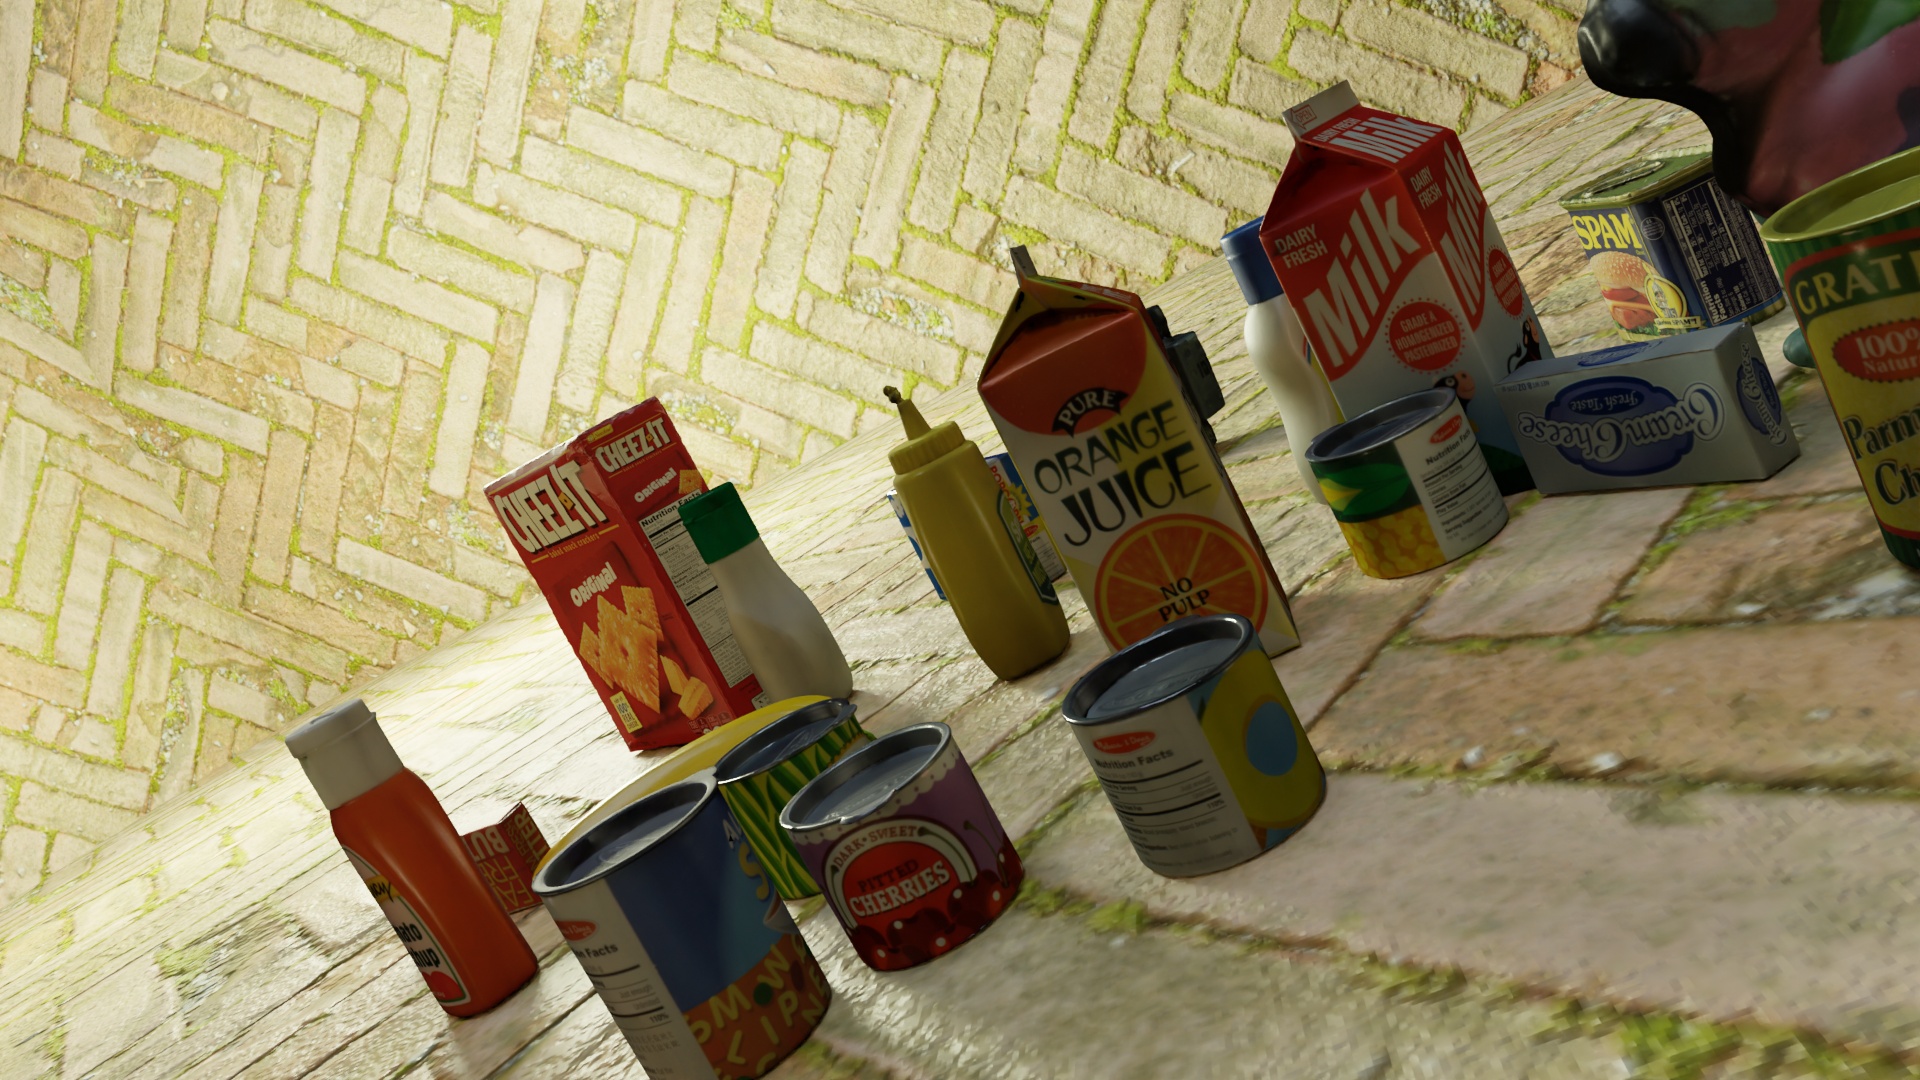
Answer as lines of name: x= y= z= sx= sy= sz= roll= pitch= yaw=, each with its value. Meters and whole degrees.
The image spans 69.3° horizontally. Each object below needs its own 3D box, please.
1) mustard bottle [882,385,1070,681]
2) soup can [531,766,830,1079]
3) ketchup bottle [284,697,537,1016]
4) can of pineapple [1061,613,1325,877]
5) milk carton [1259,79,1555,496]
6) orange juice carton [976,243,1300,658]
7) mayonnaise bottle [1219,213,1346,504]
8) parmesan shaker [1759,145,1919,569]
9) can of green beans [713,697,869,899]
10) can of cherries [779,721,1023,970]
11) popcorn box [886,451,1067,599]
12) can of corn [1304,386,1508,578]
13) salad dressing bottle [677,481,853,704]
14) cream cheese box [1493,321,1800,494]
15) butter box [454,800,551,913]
mustard bottle: x=0.003 y=-0.009 z=0.705 sx=0.049 sy=0.160 sz=0.065 roll=-26 pitch=9 yaw=11
soup can: x=-0.089 y=0.129 z=0.460 sx=0.071 sy=0.083 sz=0.071 roll=-27 pitch=9 yaw=5
ketchup bottle: x=-0.250 y=0.143 z=0.631 sx=0.044 sy=0.148 sz=0.064 roll=-35 pitch=12 yaw=-38
can of pineapple: x=0.075 y=0.063 z=0.441 sx=0.071 sy=0.057 sz=0.071 roll=-27 pitch=10 yaw=5
milk carton: x=0.199 y=-0.112 z=0.622 sx=0.073 sy=0.190 sz=0.073 roll=-18 pitch=13 yaw=45
orange juice carton: x=0.066 y=-0.036 z=0.578 sx=0.073 sy=0.192 sz=0.072 roll=-25 pitch=10 yaw=13
mayonnaise bottle: x=0.180 y=-0.095 z=0.712 sx=0.065 sy=0.148 sz=0.041 roll=-33 pitch=10 yaw=-28
parmesan shaker: x=0.270 y=-0.050 z=0.370 sx=0.071 sy=0.103 sz=0.071 roll=-27 pitch=9 yaw=5
can of green beans: x=-0.063 y=0.107 z=0.582 sx=0.071 sy=0.057 sz=0.071 roll=-27 pitch=10 yaw=5
can of cherries: x=-0.020 y=0.105 z=0.477 sx=0.071 sy=0.058 sz=0.071 roll=-27 pitch=10 yaw=5
popcorn box: x=0.008 y=-0.007 z=0.899 sx=0.038 sy=0.085 sz=0.126 roll=-32 pitch=10 yaw=-24
can of corn: x=0.187 y=-0.024 z=0.588 sx=0.071 sy=0.058 sz=0.071 roll=-27 pitch=10 yaw=5
salad dressing bottle: x=-0.117 y=0.037 z=0.828 sx=0.064 sy=0.147 sz=0.044 roll=-17 pitch=14 yaw=48
cream cheese box: x=0.259 y=-0.048 z=0.532 sx=0.024 sy=0.053 sz=0.103 roll=-31 pitch=10 yaw=-21
butter box: x=-0.268 y=0.182 z=0.761 sx=0.103 sy=0.053 sz=0.024 roll=-23 pitch=11 yaw=27
